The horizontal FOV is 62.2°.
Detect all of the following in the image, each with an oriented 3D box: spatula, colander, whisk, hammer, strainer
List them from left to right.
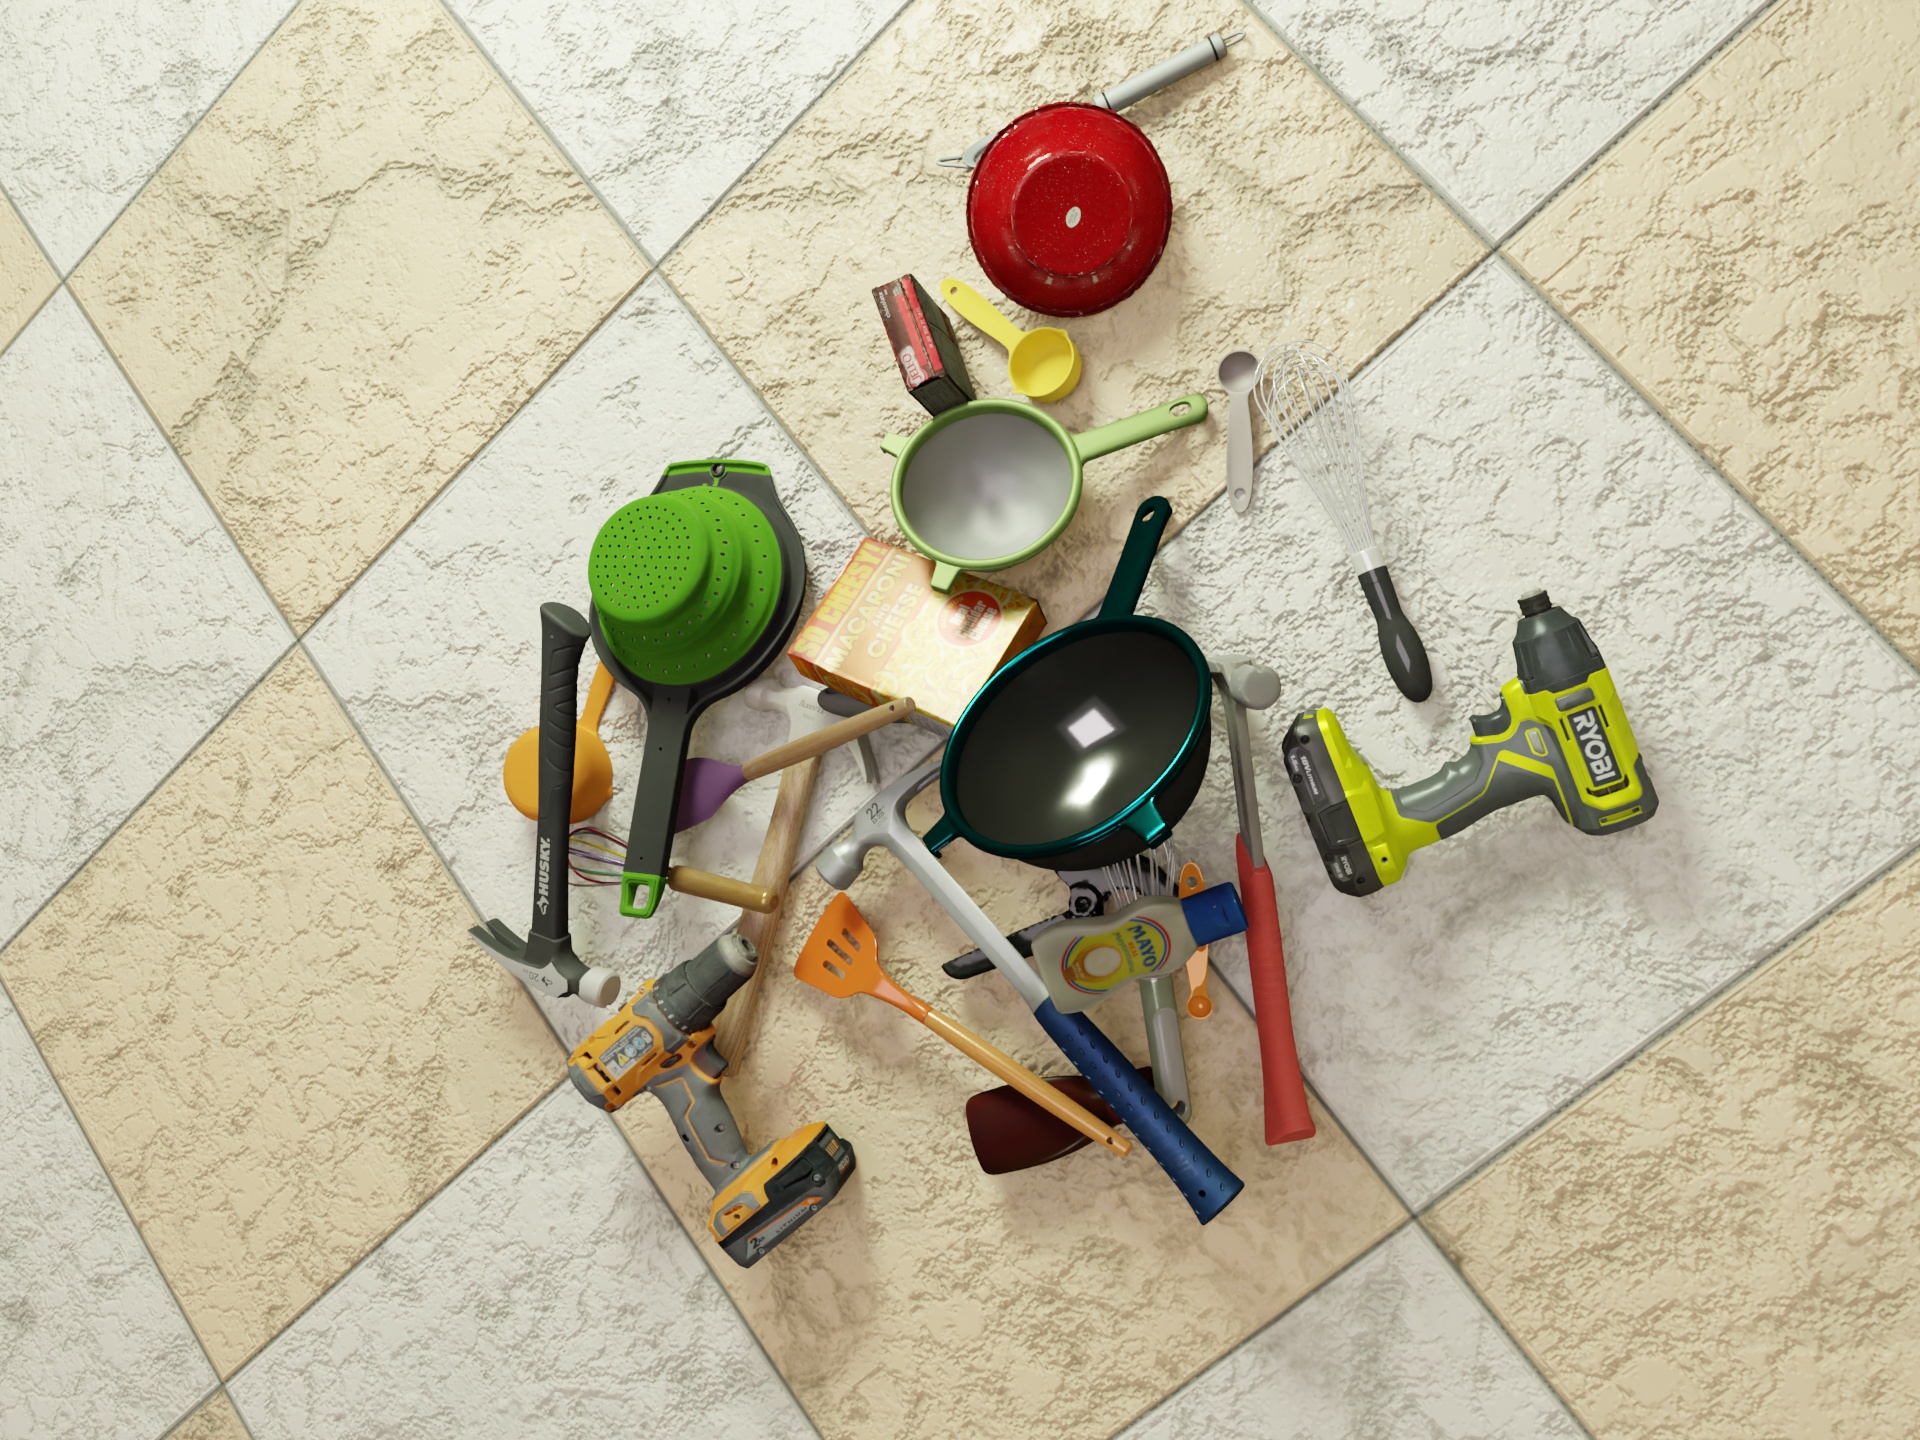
[{"bbox_3d":[-0.340,0.067,1.318,0.146,0.035,0.334,15,108,26],"label":"hammer"},{"bbox_3d":[-0.249,-0.041,1.297,0.204,0.094,0.397,3,78,22],"label":"colander"},{"bbox_3d":[-0.255,0.129,1.337,0.245,0.051,0.047,10,114,28],"label":"whisk"},{"bbox_3d":[-0.154,0.032,1.283,0.316,0.018,0.060,-21,70,37],"label":"spatula"},{"bbox_3d":[-0.156,0.135,1.321,0.130,0.031,0.331,16,93,20],"label":"hammer"},{"bbox_3d":[-0.002,0.243,1.235,0.323,0.041,0.081,30,90,24],"label":"spatula"},{"bbox_3d":[-0.002,-0.003,1.255,0.239,0.055,0.055,7,89,16],"label":"whisk"},{"bbox_3d":[0.060,0.198,1.187,0.144,0.035,0.406,-49,67,12],"label":"hammer"},{"bbox_3d":[0.073,-0.191,1.248,0.256,0.069,0.152,-20,66,0],"label":"strainer"},{"bbox_3d":[0.106,-0.480,1.258,0.258,0.050,0.087,-24,36,12],"label":"strainer"},{"bbox_3d":[0.117,-0.017,1.163,0.211,0.095,0.341,-6,47,36],"label":"strainer"},{"bbox_3d":[0.142,0.179,1.170,0.058,0.059,0.246,-9,92,-12],"label":"whisk"},{"bbox_3d":[0.214,0.131,1.160,0.036,0.149,0.359,-9,95,-8],"label":"hammer"},{"bbox_3d":[0.286,-0.146,1.168,0.070,0.070,0.285,-21,84,18],"label":"whisk"}]

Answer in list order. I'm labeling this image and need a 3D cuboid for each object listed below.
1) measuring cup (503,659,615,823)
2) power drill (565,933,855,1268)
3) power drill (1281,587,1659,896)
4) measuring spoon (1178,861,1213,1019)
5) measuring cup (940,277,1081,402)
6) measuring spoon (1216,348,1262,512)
[{"bbox_3d":[-0.339,0.008,1.382,0.095,0.052,0.173,24,97,20],"label":"measuring cup"},{"bbox_3d":[-0.182,0.297,1.274,0.185,0.084,0.226,-42,86,13],"label":"power drill"},{"bbox_3d":[0.347,0.020,1.112,0.223,0.080,0.171,-21,92,15],"label":"power drill"},{"bbox_3d":[0.175,0.163,1.180,0.021,0.011,0.117,-4,90,13],"label":"measuring spoon"},{"bbox_3d":[0.039,-0.311,1.285,0.062,0.029,0.157,-50,61,11],"label":"measuring cup"},{"bbox_3d":[0.215,-0.221,1.219,0.034,0.018,0.124,1,94,20],"label":"measuring spoon"}]
